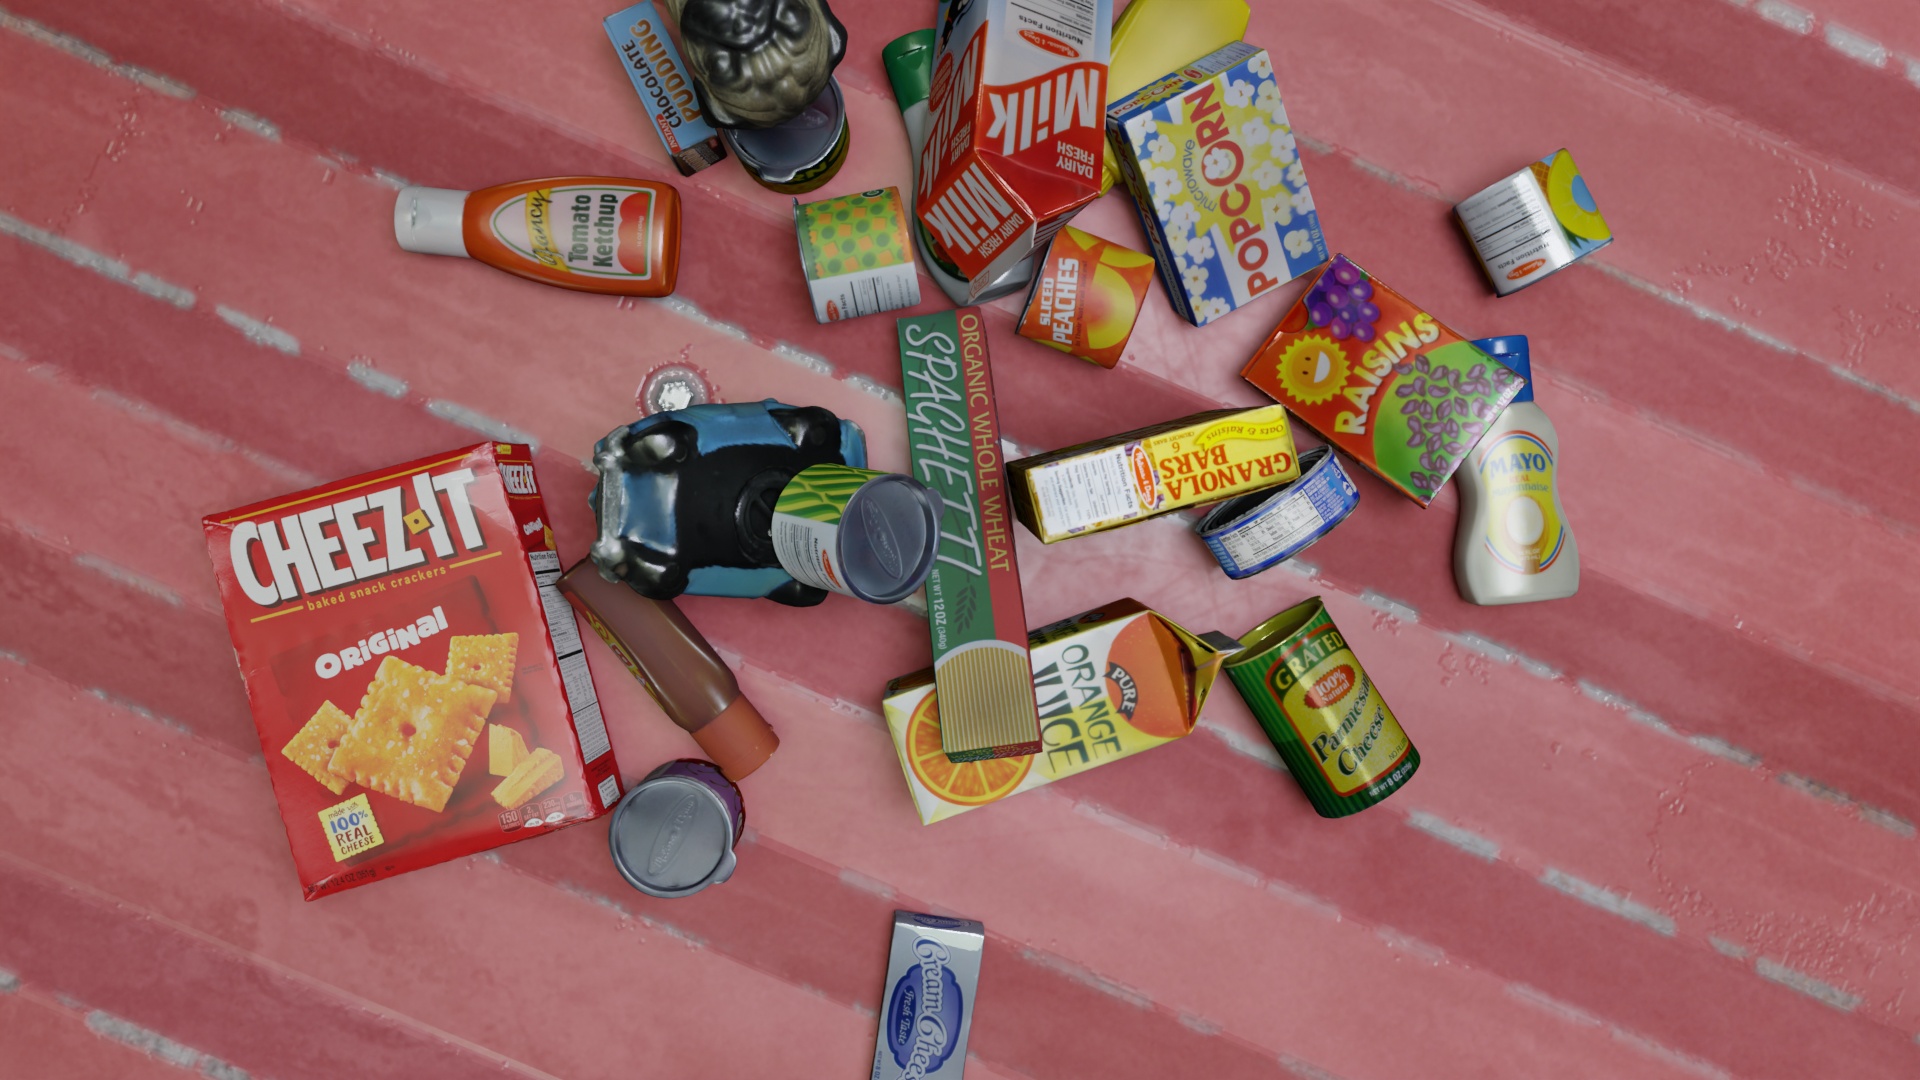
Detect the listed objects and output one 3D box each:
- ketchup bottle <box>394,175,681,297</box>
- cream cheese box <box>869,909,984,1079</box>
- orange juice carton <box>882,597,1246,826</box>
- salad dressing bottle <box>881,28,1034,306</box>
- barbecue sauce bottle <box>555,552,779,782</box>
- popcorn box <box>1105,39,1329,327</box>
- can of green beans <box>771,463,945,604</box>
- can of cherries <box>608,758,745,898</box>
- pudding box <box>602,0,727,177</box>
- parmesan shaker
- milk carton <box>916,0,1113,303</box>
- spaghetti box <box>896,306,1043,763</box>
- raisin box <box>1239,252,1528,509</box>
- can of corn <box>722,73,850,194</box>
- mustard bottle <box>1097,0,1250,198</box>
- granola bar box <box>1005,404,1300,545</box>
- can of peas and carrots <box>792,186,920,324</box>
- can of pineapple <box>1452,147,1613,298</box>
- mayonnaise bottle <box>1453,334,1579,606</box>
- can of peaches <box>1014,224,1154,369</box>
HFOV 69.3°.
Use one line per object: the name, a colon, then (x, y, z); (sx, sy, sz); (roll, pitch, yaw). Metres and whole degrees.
ketchup bottle: (-0.232, -0.171, 0.767); (0.149, 0.043, 0.064); (5, 92, 0)
cream cheese box: (-0.019, 0.267, 0.791); (0.053, 0.024, 0.103); (8, 92, -2)
orange juice carton: (0.059, 0.085, 0.764); (0.193, 0.072, 0.073); (-19, 93, 0)
salad dressing bottle: (-0.004, -0.206, 0.769); (0.064, 0.044, 0.147); (-19, 90, 12)
barbecue sauce bottle: (-0.159, 0.067, 0.767); (0.044, 0.065, 0.148); (-40, 101, -11)
popcorn box: (0.139, -0.190, 0.749); (0.085, 0.038, 0.126); (-28, 119, -2)
can of green beans: (-0.053, -0.005, 0.707); (0.071, 0.058, 0.071); (-9, 104, -41)
can of cherries: (-0.153, 0.160, 0.769); (0.071, 0.058, 0.071); (0, 91, -1)
pudding box: (-0.161, -0.248, 0.763); (0.030, 0.049, 0.083); (-27, 92, -1)
parmesan shaker: (0.201, 0.092, 0.770); (0.071, 0.071, 0.103); (-34, 92, 0)
milk carton: (0.028, -0.220, 0.717); (0.073, 0.072, 0.191); (13, 69, -23)
spaghetti box: (0.003, -0.009, 0.738); (0.050, 0.028, 0.251); (-8, 70, 3)
raisin box: (0.229, -0.086, 0.758); (0.123, 0.040, 0.086); (39, 100, 14)
can of corn: (-0.095, -0.225, 0.760); (0.071, 0.058, 0.071); (0, 92, -1)
mustard bottle: (0.091, -0.241, 0.767); (0.065, 0.049, 0.160); (38, 92, -6)
granola bar box: (0.091, -0.036, 0.715); (0.124, 0.165, 0.039); (-15, 95, 0)
can of peas and carrots: (-0.057, -0.158, 0.759); (0.059, 0.071, 0.071); (-11, 92, -1)
can of pineapple: (0.315, -0.175, 0.765); (0.071, 0.071, 0.058); (-28, 92, 0)
mayonnaise bottle: (0.306, -0.039, 0.779); (0.065, 0.041, 0.148); (-6, 91, 2)
can of peaches: (0.068, -0.133, 0.759); (0.058, 0.071, 0.071); (21, 91, -3)
